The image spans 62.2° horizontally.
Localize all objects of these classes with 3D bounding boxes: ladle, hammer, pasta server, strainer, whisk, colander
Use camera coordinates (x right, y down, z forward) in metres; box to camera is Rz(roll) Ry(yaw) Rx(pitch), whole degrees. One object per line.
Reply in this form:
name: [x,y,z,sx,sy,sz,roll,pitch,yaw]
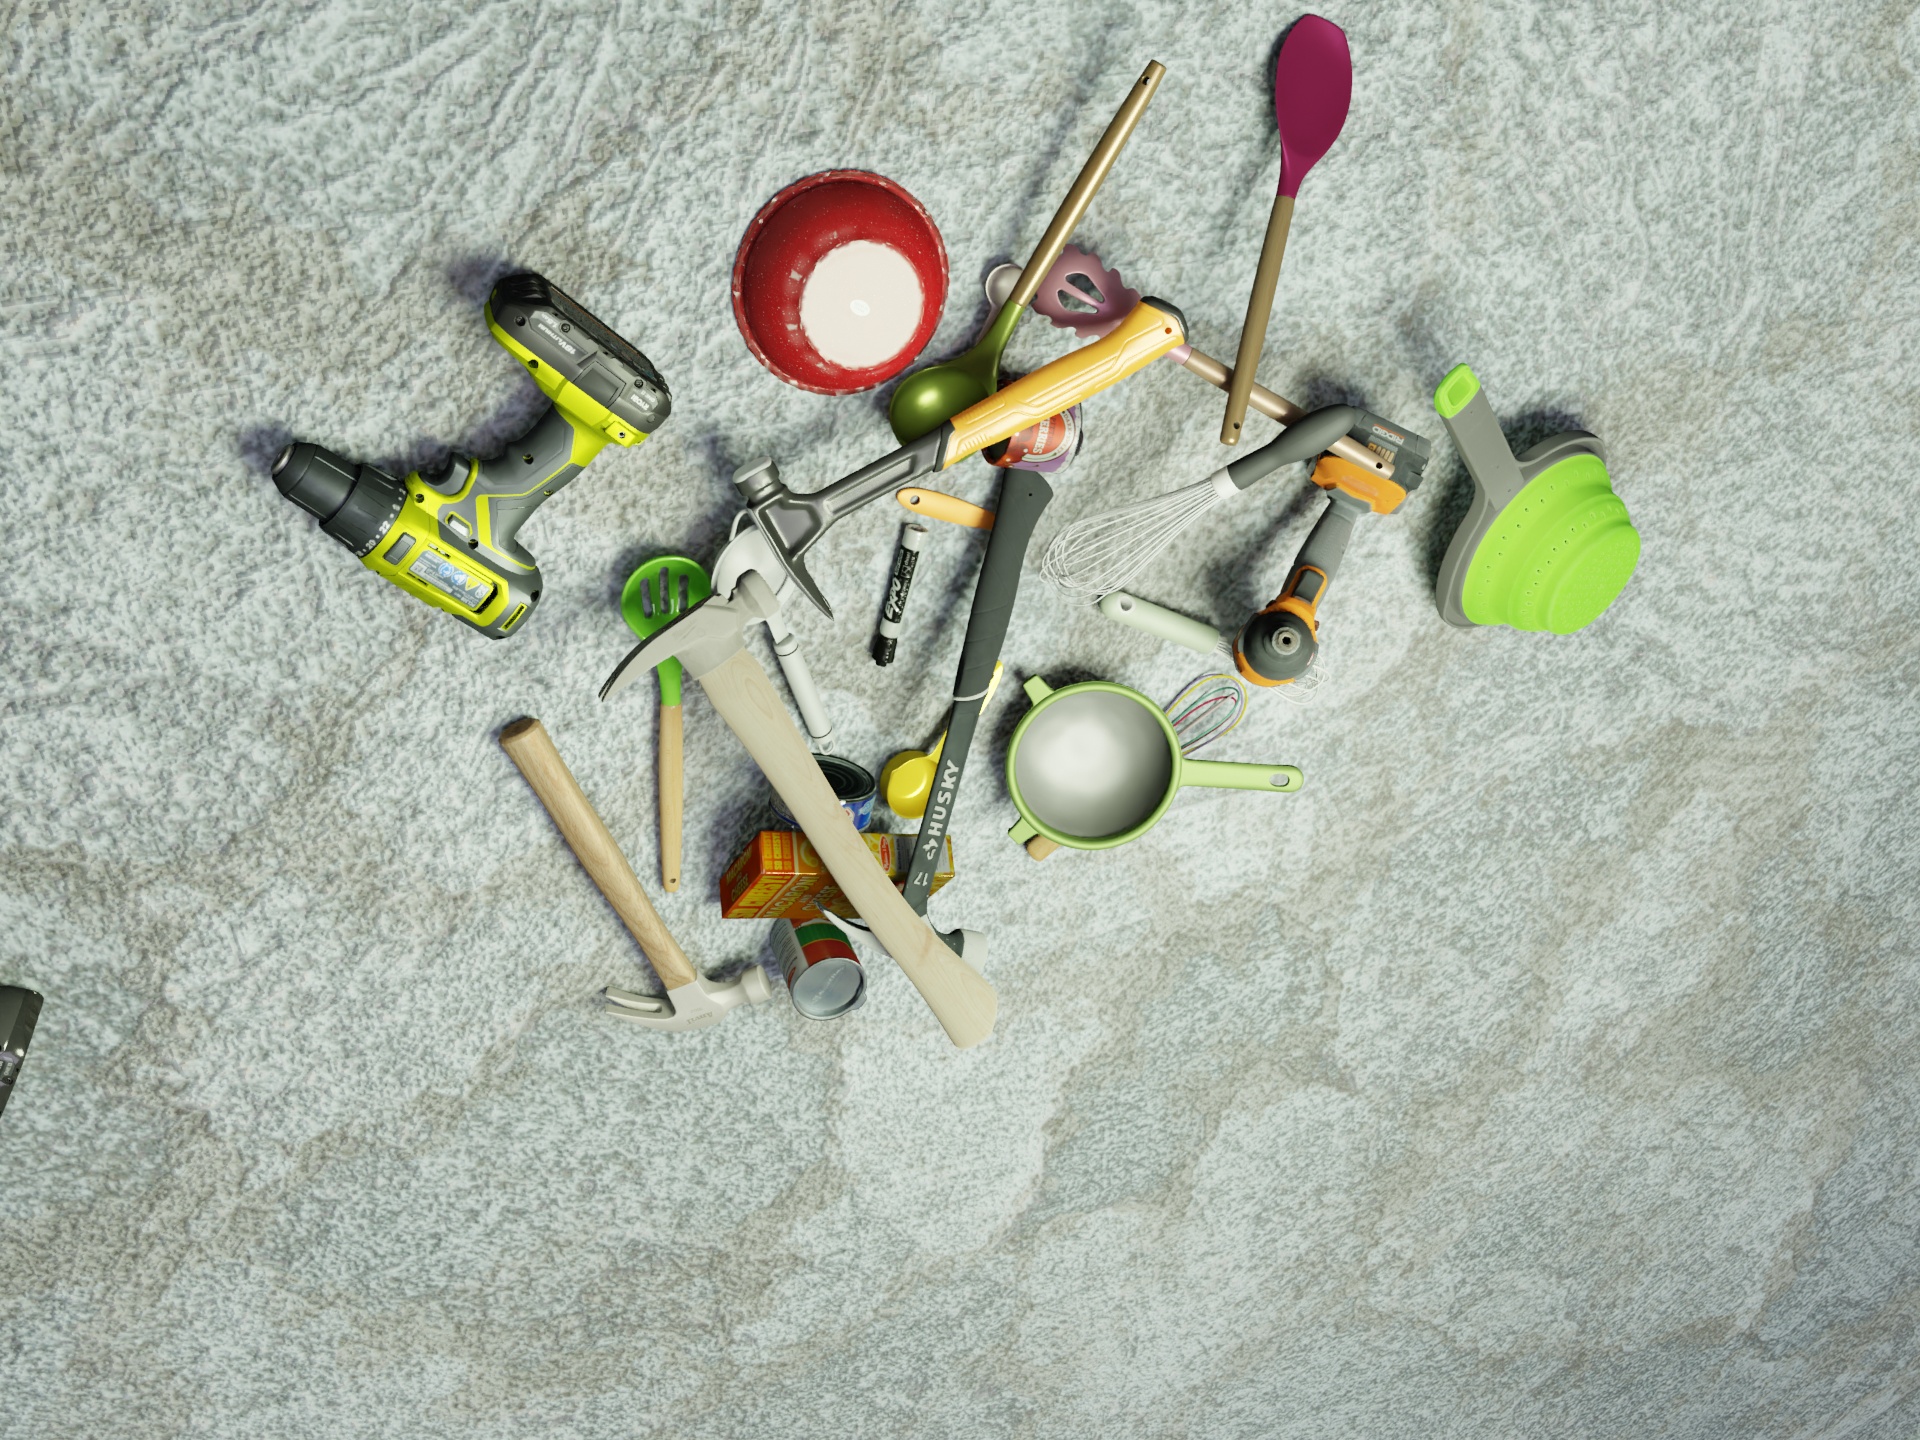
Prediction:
ladle: [0.050,-0.321,1.132,0.078,0.062,0.320,38,114,11]
hammer: [-0.280,0.134,1.295,0.130,0.031,0.331,-22,122,5]
pasta server: [0.192,-0.262,1.197,0.316,0.040,0.060,27,107,-12]
strainer: [0.165,0.035,1.379,0.256,0.069,0.151,4,106,-3]
whisk: [0.159,0.047,1.429,0.245,0.051,0.047,-40,131,7]
whisk: [0.180,-0.170,1.235,0.284,0.070,0.070,-27,131,30]
whisk: [0.224,-0.067,1.389,0.246,0.059,0.058,18,73,-26]
hammer: [0.012,-0.201,1.140,0.337,0.034,0.127,-28,115,3]
hammer: [-0.103,0.094,1.204,0.146,0.038,0.410,-36,107,-9]
colander: [0.482,-0.170,1.327,0.204,0.095,0.396,-48,144,6]
hammer: [-0.002,-0.004,1.262,0.149,0.036,0.409,13,94,-23]
strainer: [-0.142,-0.066,1.239,0.087,0.050,0.258,-40,135,-23]

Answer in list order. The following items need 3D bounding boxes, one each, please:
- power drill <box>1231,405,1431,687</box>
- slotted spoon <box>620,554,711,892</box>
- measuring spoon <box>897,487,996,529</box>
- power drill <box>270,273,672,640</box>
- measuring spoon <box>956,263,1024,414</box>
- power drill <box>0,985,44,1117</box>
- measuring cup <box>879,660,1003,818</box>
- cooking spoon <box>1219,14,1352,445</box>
power drill: [0.292,-0.132,1.284,0.084,0.164,0.226,27,93,5]
slotted spoon: [-0.230,0.007,1.254,0.070,0.031,0.313,-6,122,-19]
measuring spoon: [0.002,-0.163,1.258,0.116,0.011,0.021,13,113,-28]
power drill: [-0.325,-0.183,1.073,0.228,0.080,0.190,-47,125,11]
measuring spoon: [0.021,-0.285,1.196,0.034,0.018,0.124,17,119,-9]
power drill: [-0.795,0.234,1.127,0.223,0.080,0.171,22,108,-27]
measuring cup: [-0.014,0.012,1.352,0.062,0.029,0.156,33,91,-34]
cooking spoon: [0.233,-0.359,1.171,0.068,0.017,0.319,13,91,-26]
